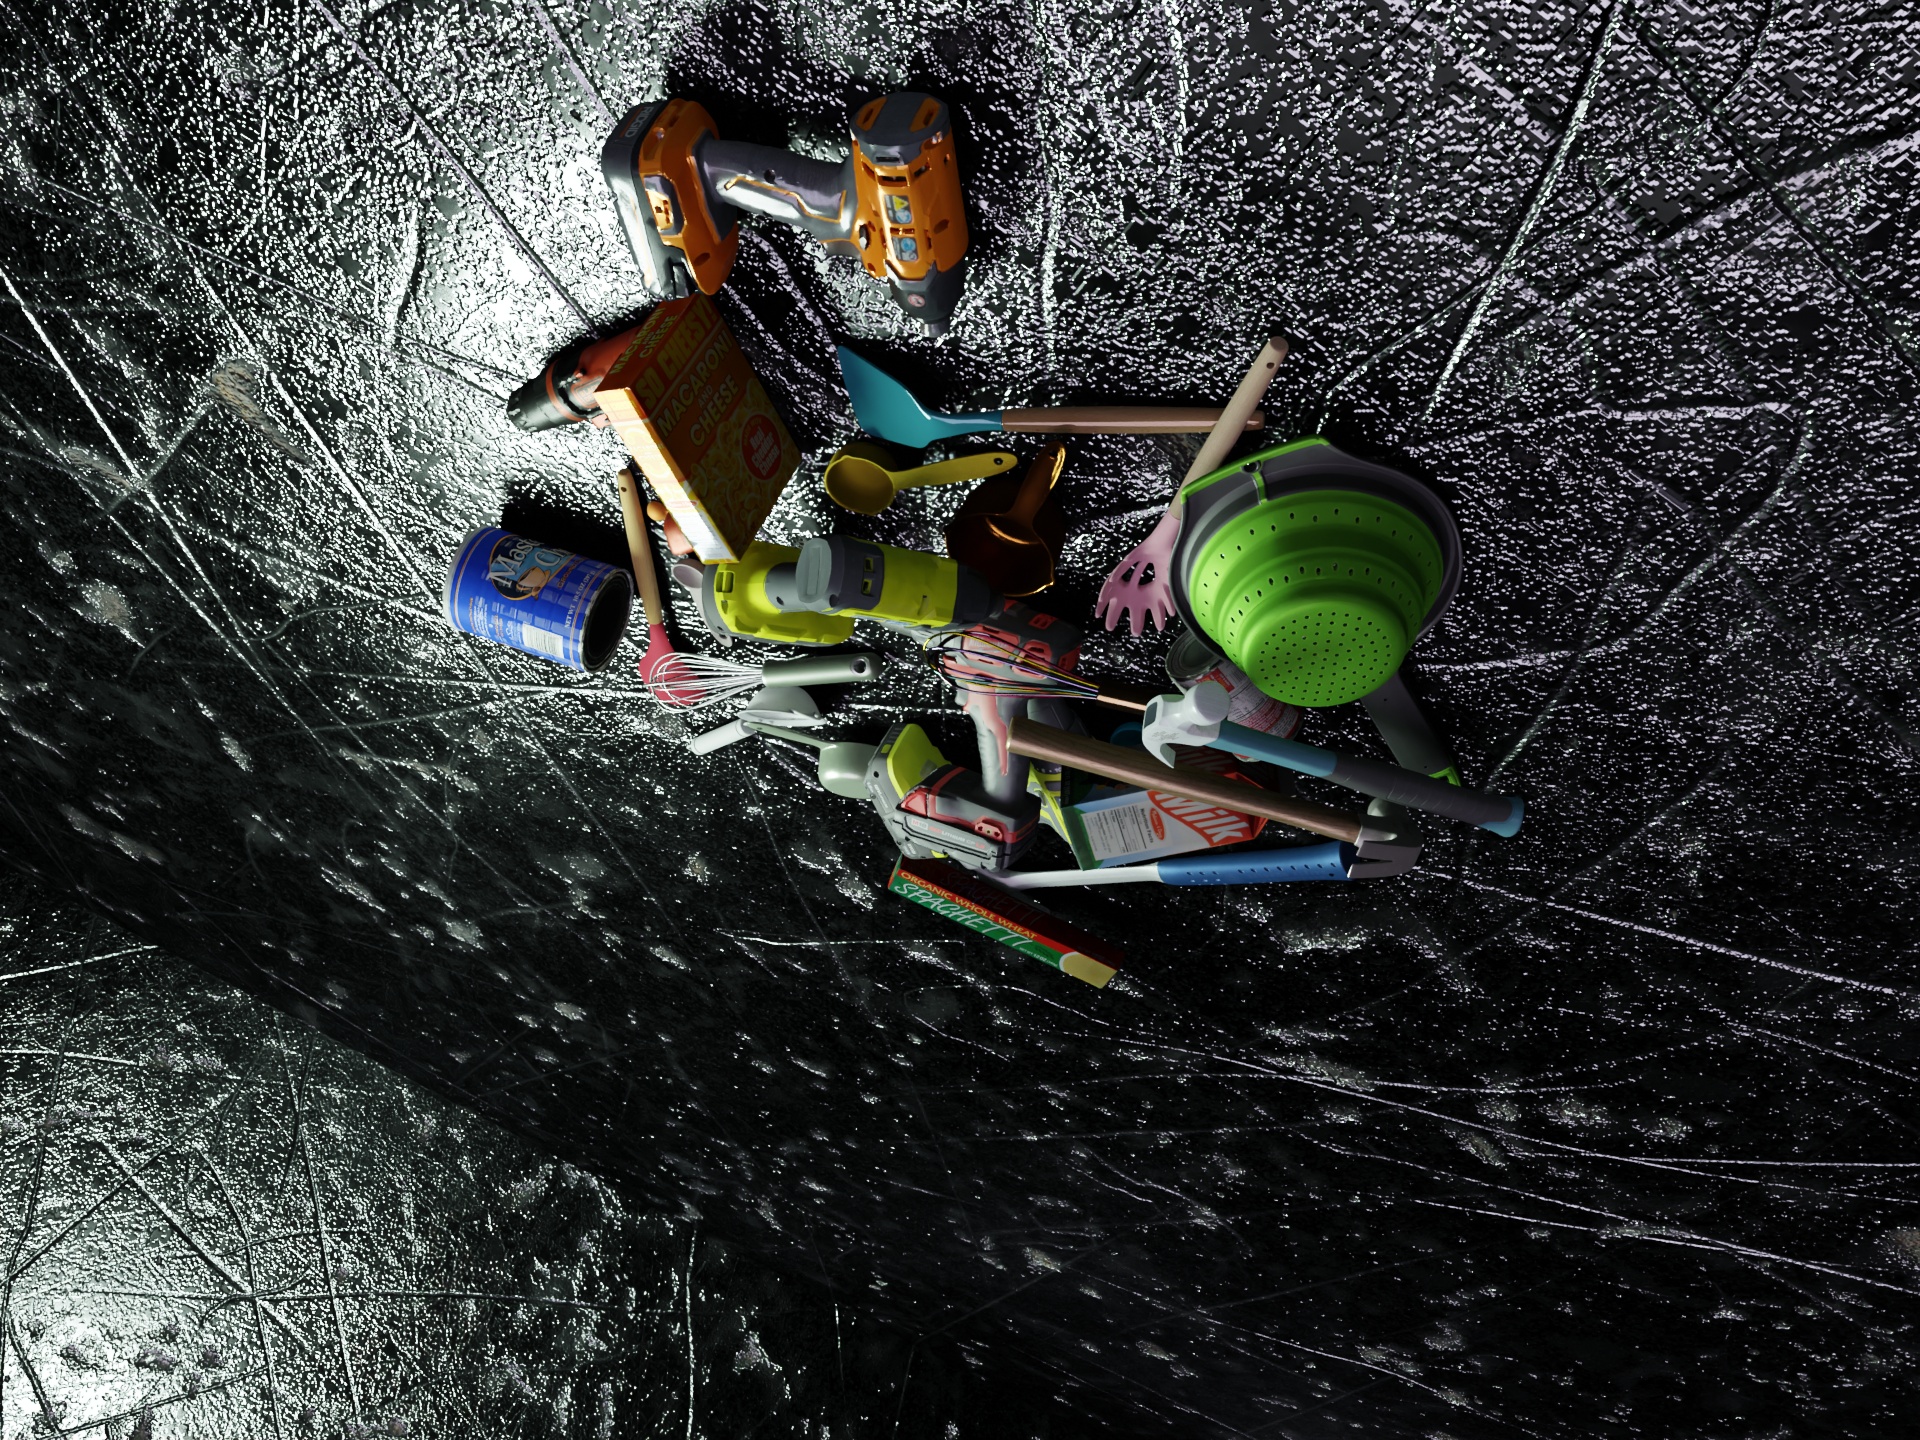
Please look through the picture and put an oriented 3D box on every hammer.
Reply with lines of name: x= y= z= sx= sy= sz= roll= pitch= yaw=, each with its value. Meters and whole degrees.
hammer: x=0.188 y=0.149 z=1.531 sx=0.405 sy=0.035 sz=0.143 roll=-8 pitch=134 yaw=37
hammer: x=0.196 y=0.054 z=1.233 sx=0.331 sy=0.130 sz=0.031 roll=15 pitch=109 yaw=1
hammer: x=0.285 y=0.036 z=1.188 sx=0.330 sy=0.033 sz=0.128 roll=15 pitch=164 yaw=-19

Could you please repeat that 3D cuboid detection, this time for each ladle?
ladle: x=-0.286 y=-0.112 z=1.476 sx=0.069 sy=0.031 sz=0.315 roll=12 pitch=142 yaw=10

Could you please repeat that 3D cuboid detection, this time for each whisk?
whisk: x=0.087 y=-0.029 z=1.237 sx=0.245 sy=0.051 sz=0.047 roll=13 pitch=109 yaw=11
whisk: x=-0.185 y=-0.042 z=1.477 sx=0.246 sy=0.058 sz=0.059 roll=-4 pitch=179 yaw=21

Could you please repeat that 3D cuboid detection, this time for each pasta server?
pasta server: x=0.164 y=-0.157 z=1.124 sx=0.060 sy=0.040 sz=0.316 roll=11 pitch=151 yaw=-9

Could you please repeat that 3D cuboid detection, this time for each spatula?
spatula: x=0.059 y=-0.223 z=1.134 sx=0.317 sy=0.044 sz=0.082 roll=4 pitch=140 yaw=18

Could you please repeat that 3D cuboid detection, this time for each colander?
colander: x=0.291 y=-0.030 z=1.156 sx=0.204 sy=0.095 sz=0.396 roll=-20 pitch=134 yaw=25

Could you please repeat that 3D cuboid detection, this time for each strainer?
strainer: x=-0.208 y=0.002 z=1.566 sx=0.086 sy=0.050 sz=0.258 roll=10 pitch=162 yaw=-35

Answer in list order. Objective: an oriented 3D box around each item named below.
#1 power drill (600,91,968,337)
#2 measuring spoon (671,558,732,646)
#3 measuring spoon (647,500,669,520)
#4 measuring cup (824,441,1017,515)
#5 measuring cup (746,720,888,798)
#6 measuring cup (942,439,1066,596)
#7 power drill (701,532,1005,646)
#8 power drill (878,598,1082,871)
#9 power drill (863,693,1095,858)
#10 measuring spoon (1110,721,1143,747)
power drill: x=-0.105 y=-0.326 z=1.045 sx=0.226 sy=0.084 sz=0.164 roll=7 pitch=142 yaw=17
measuring spoon: x=-0.231 y=-0.110 z=1.461 sx=0.034 sy=0.018 sz=0.124 roll=10 pitch=149 yaw=20
measuring spoon: x=-0.220 y=-0.161 z=1.384 sx=0.117 sy=0.011 sz=0.021 roll=24 pitch=145 yaw=0
measuring cup: x=-0.029 y=-0.196 z=1.224 sx=0.156 sy=0.029 sz=0.062 roll=-6 pitch=136 yaw=19
measuring cup: x=-0.135 y=0.039 z=1.522 sx=0.167 sy=0.038 sz=0.083 roll=20 pitch=157 yaw=-36
measuring cup: x=0.050 y=-0.165 z=1.188 sx=0.095 sy=0.052 sz=0.173 roll=26 pitch=143 yaw=-3
power drill: x=-0.088 y=-0.100 z=1.241 sx=0.171 sy=0.080 sz=0.223 roll=7 pitch=178 yaw=-38
power drill: x=-0.002 y=-0.004 z=1.350 sx=0.188 sy=0.080 sz=0.226 roll=18 pitch=117 yaw=21
power drill: x=0.031 y=0.050 z=1.458 sx=0.228 sy=0.080 sz=0.190 roll=-6 pitch=127 yaw=32
measuring spoon: x=0.194 y=0.014 z=1.374 sx=0.128 sy=0.021 sz=0.042 roll=0 pitch=136 yaw=17
